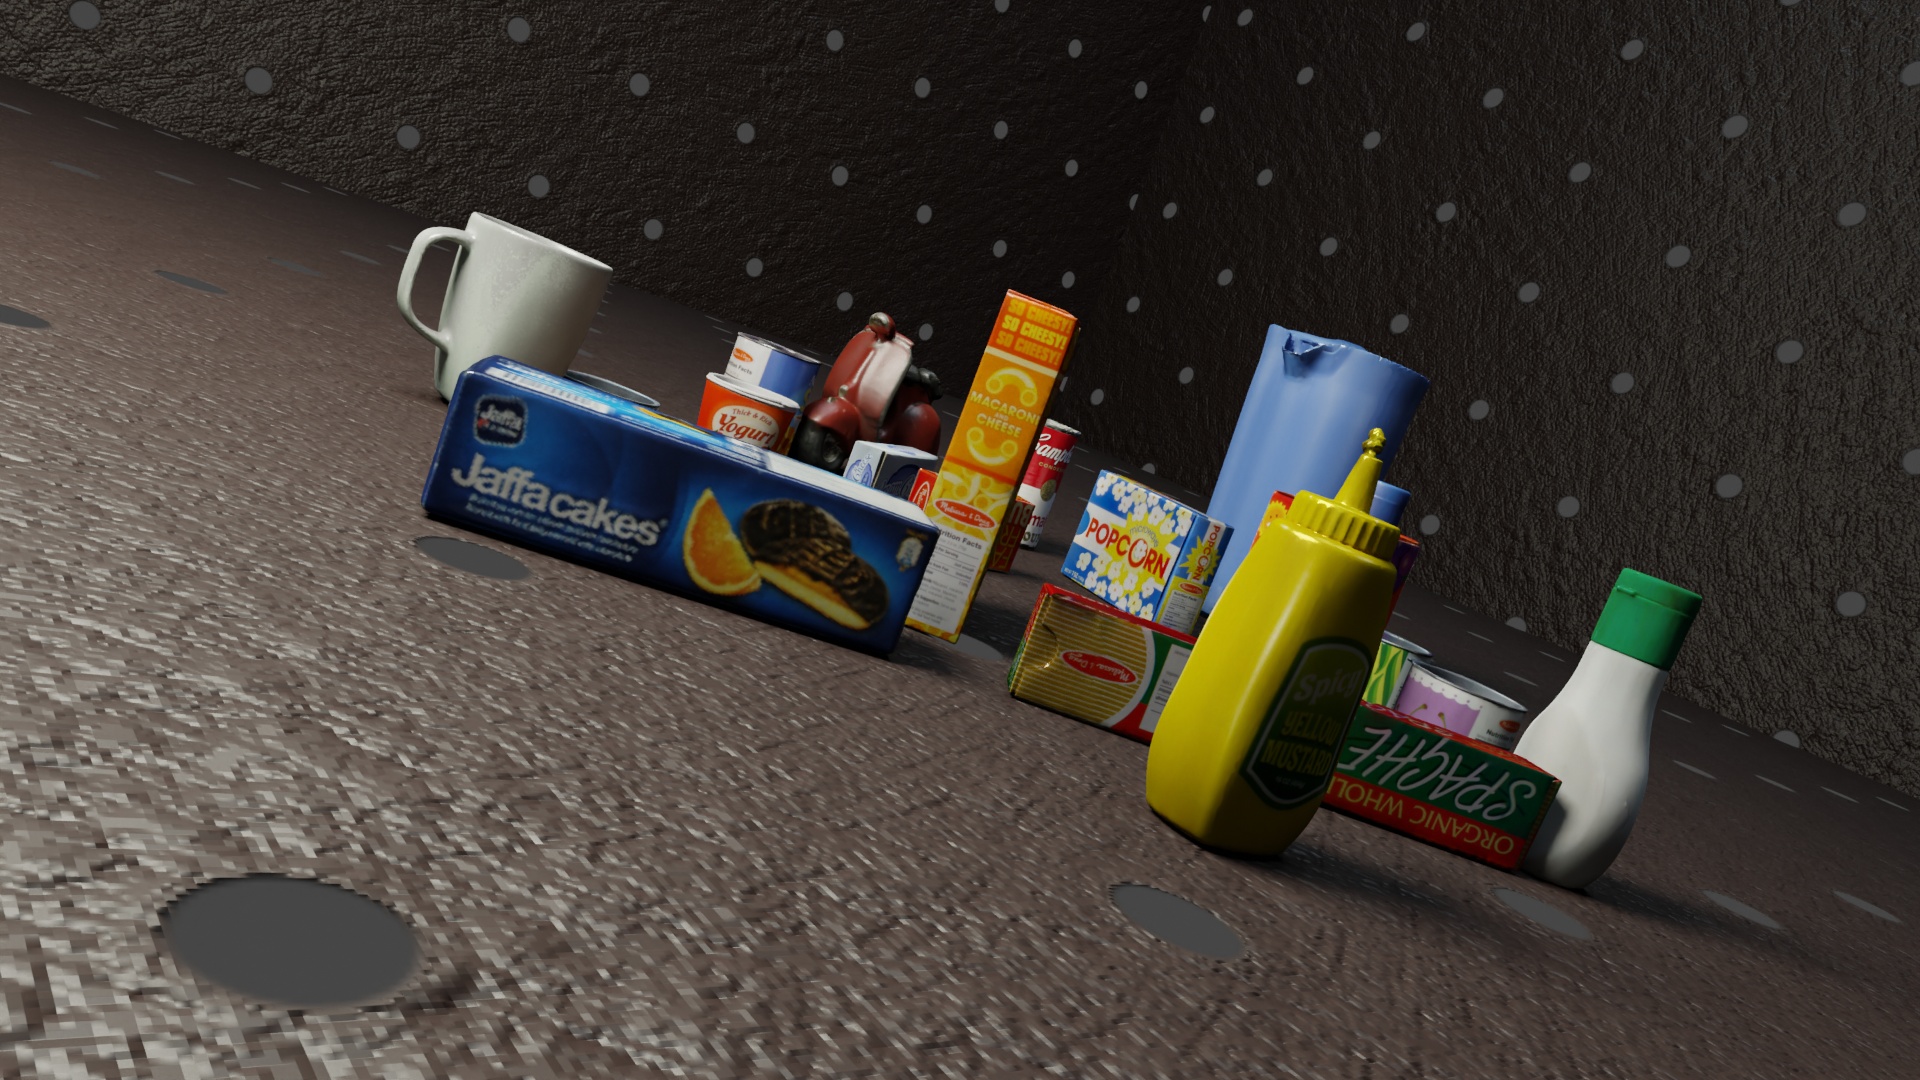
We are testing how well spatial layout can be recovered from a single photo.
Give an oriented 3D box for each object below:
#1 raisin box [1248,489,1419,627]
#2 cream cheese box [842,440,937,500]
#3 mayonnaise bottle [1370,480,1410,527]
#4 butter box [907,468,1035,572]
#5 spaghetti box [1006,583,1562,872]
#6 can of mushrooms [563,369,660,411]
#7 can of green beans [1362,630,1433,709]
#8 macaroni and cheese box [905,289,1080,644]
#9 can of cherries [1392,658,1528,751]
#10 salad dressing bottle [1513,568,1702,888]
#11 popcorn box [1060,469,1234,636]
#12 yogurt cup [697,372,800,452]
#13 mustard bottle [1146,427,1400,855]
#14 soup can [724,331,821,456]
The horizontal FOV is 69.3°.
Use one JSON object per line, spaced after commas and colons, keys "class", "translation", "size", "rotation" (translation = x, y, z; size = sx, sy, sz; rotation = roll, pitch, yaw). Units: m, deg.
{"class": "raisin box", "translation": [0.186, 0.043, 0.748], "size": [0.086, 0.123, 0.040], "rotation": [16, 9, -33]}
{"class": "cream cheese box", "translation": [-0.051, -0.038, 0.948], "size": [0.024, 0.053, 0.104], "rotation": [23, 8, 17]}
{"class": "mayonnaise bottle", "translation": [0.262, 0.030, 0.948], "size": [0.041, 0.148, 0.065], "rotation": [20, 7, -9]}
{"class": "butter box", "translation": [0.003, -0.011, 0.907], "size": [0.024, 0.053, 0.103], "rotation": [27, 9, 38]}
{"class": "spaghetti box", "translation": [0.144, 0.085, 0.623], "size": [0.250, 0.050, 0.029], "rotation": [20, 7, -6]}
{"class": "can of mushrooms", "translation": [-0.226, -0.082, 0.863], "size": [0.071, 0.033, 0.071], "rotation": [20, 8, -3]}
{"class": "can of green beans", "translation": [0.259, 0.086, 0.888], "size": [0.071, 0.057, 0.071], "rotation": [21, 7, -3]}
{"class": "macaroni and cheese box", "translation": [0.015, -0.040, 0.712], "size": [0.040, 0.166, 0.124], "rotation": [21, 7, 1]}
{"class": "can of cherries", "translation": [0.273, 0.106, 0.783], "size": [0.071, 0.058, 0.071], "rotation": [21, 7, -3]}
{"class": "salad dressing bottle", "translation": [0.299, 0.087, 0.650], "size": [0.044, 0.147, 0.064], "rotation": [18, 8, -21]}
{"class": "popcorn box", "translation": [0.131, 0.008, 0.990], "size": [0.038, 0.085, 0.127], "rotation": [17, 8, -30]}
{"class": "yogurt cup", "translation": [-0.155, -0.083, 0.981], "size": [0.072, 0.054, 0.072], "rotation": [21, 7, -3]}
{"class": "mustard bottle", "translation": [0.121, 0.034, 0.503], "size": [0.065, 0.160, 0.049], "rotation": [16, 9, -36]}
{"class": "soup can", "translation": [-0.148, -0.107, 1.053], "size": [0.071, 0.083, 0.071], "rotation": [21, 7, -3]}
